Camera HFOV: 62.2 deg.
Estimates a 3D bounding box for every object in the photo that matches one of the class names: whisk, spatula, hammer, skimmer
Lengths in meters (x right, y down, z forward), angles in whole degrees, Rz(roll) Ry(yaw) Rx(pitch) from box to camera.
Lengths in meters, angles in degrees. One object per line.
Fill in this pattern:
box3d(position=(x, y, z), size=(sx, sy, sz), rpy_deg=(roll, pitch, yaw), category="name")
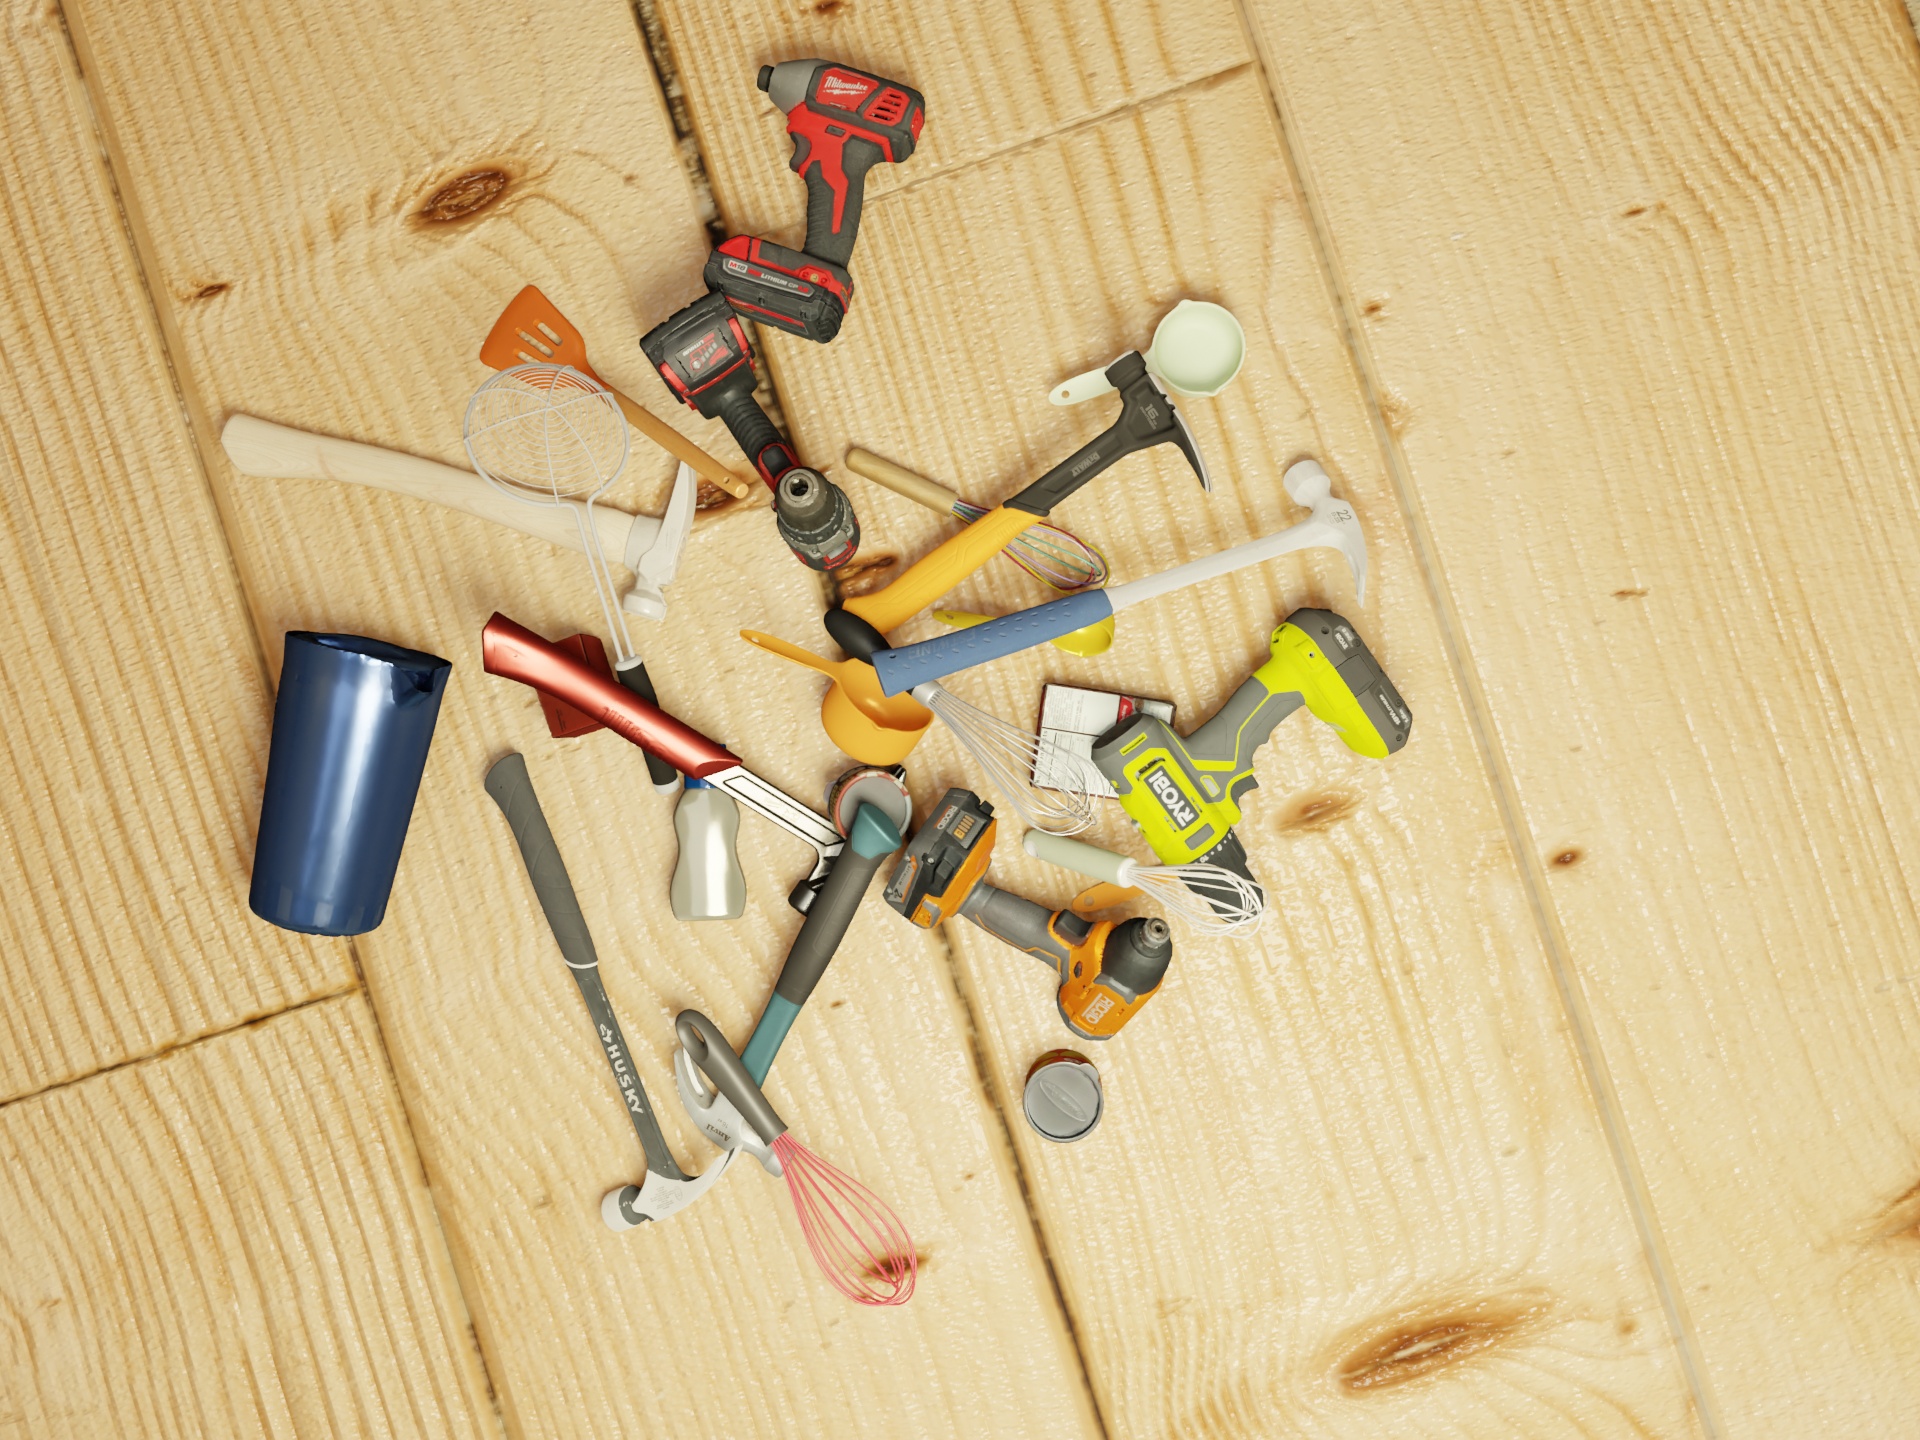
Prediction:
box3d(position=(-0.002, -0.004, 1.280), size=(0.285, 0.070, 0.070), rpy_deg=(38, 92, 15), category="whisk")
box3d(position=(-0.282, -0.261, 1.309), size=(0.323, 0.041, 0.081), rpy_deg=(37, 93, 32), category="spatula")
box3d(position=(-0.223, 0.013, 1.292), size=(0.359, 0.037, 0.149), rpy_deg=(33, 88, -15), category="hammer")
box3d(position=(0.013, -0.168, 1.332), size=(0.245, 0.051, 0.047), rpy_deg=(26, 97, 6), category="whisk")
box3d(position=(0.139, 0.121, 1.255), size=(0.059, 0.246, 0.057), rpy_deg=(-34, 121, -33), category="whisk")
box3d(position=(0.128, -0.095, 1.261), size=(0.405, 0.035, 0.144), rpy_deg=(-19, 51, -5), category="hammer")
box3d(position=(-0.299, -0.110, 1.305), size=(0.127, 0.090, 0.363), rpy_deg=(-25, 118, -24), category="skimmer")
box3d(position=(-0.137, 0.354, 1.291), size=(0.073, 0.073, 0.296), rpy_deg=(-39, 85, 3), category="whisk")
box3d(position=(-0.431, -0.207, 1.363), size=(0.410, 0.038, 0.146), rpy_deg=(15, 89, 4), category="hammer")
box3d(position=(-0.133, 0.215, 1.304), size=(0.128, 0.033, 0.331), rpy_deg=(30, 107, 6), category="hammer")
box3d(position=(0.038, -0.151, 1.290), size=(0.337, 0.034, 0.127), rpy_deg=(-33, 87, 19), category="hammer")
box3d(position=(-0.309, 0.220, 1.337), size=(0.149, 0.036, 0.409), rpy_deg=(-26, 84, 29), category="hammer")

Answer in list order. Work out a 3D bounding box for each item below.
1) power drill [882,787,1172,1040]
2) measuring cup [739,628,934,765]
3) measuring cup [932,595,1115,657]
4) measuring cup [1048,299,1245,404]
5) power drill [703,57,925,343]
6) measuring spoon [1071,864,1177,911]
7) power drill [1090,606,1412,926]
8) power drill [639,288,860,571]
box3d(position=(0.061, 0.153, 1.270), size=(0.226, 0.164, 0.084), rpy_deg=(34, 54, 4), category="power drill")
box3d(position=(-0.109, -0.021, 1.305), size=(0.173, 0.095, 0.052), rpy_deg=(24, 125, -11), category="measuring cup")
box3d(position=(0.054, -0.087, 1.332), size=(0.156, 0.062, 0.029), rpy_deg=(9, 60, 16), category="measuring cup")
box3d(position=(0.154, -0.292, 1.326), size=(0.167, 0.038, 0.083), rpy_deg=(-18, 89, 5), category="measuring cup")
box3d(position=(-0.129, -0.442, 1.327), size=(0.143, 0.078, 0.220), rpy_deg=(20, 88, 3), category="power drill")
box3d(position=(0.149, 0.137, 1.339), size=(0.117, 0.011, 0.021), rpy_deg=(-21, 88, 7), category="measuring spoon")
box3d(position=(0.243, 0.036, 1.280), size=(0.228, 0.080, 0.190), rpy_deg=(-37, 98, -4), category="power drill")
box3d(position=(-0.161, -0.228, 1.273), size=(0.080, 0.188, 0.227), rpy_deg=(-34, 84, -2), category="power drill")
